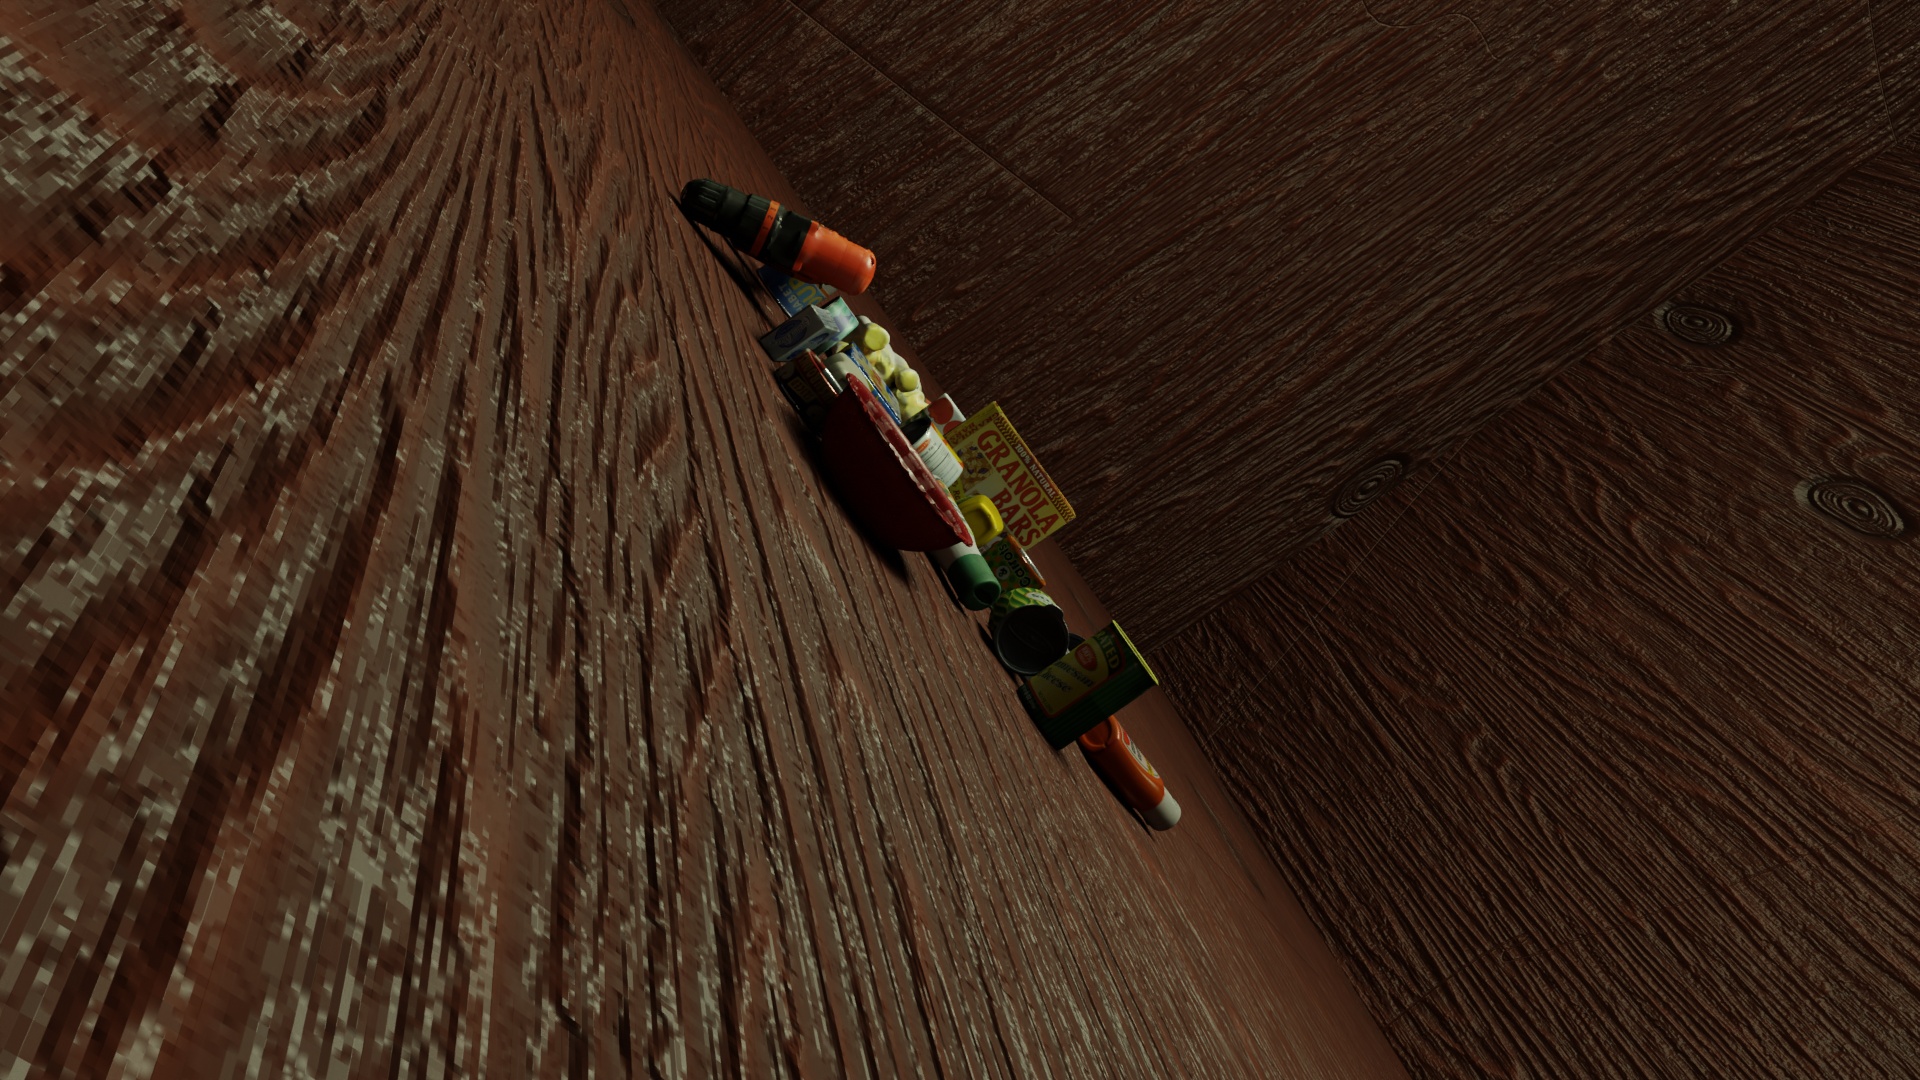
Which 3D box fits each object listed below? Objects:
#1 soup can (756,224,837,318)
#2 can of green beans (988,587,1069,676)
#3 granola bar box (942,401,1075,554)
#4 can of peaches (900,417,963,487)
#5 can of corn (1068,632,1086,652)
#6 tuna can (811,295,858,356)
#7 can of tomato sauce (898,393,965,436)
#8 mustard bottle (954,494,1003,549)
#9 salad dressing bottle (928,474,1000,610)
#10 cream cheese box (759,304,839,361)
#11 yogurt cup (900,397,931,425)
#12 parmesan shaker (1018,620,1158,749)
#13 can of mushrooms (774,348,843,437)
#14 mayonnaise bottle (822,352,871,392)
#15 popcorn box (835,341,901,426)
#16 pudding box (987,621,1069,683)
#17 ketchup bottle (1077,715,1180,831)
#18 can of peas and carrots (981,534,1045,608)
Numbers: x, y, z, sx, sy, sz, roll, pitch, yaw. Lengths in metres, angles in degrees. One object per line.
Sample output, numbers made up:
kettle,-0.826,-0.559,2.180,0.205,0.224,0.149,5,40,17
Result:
soup can,-0.159,-0.280,1.458,0.071,0.084,0.071,55,5,-7
can of green beans,0.060,0.081,1.238,0.071,0.071,0.058,54,5,-13
granola bar box,0.032,-0.054,1.517,0.165,0.124,0.039,51,7,-35
can of peaches,-0.040,-0.077,1.344,0.058,0.071,0.071,53,5,-22
can of corn,0.104,0.128,1.347,0.071,0.071,0.058,58,5,31
tuna can,-0.132,-0.196,1.300,0.032,0.071,0.071,55,5,-14
can of tomato sauce,-0.032,-0.116,1.554,0.071,0.083,0.071,54,5,-6
mustard bottle,0.005,-0.018,1.409,0.049,0.065,0.160,60,-1,-5
salad dressing bottle,-0.009,0.002,1.247,0.064,0.044,0.148,47,9,-48
cream cheese box,-0.136,-0.176,1.184,0.024,0.053,0.104,56,5,-4
yogurt cup,-0.045,-0.138,1.697,0.054,0.072,0.072,44,9,-23
parmesan shaker,0.109,0.126,1.189,0.071,0.103,0.071,54,5,-6
can of mushrooms,-0.116,-0.118,1.107,0.071,0.033,0.071,55,5,-7
mayonnaise bottle,-0.109,-0.144,1.297,0.064,0.041,0.148,55,4,-19
popcorn box,-0.101,-0.155,1.440,0.085,0.038,0.127,52,6,-14
pudding box,0.069,0.099,1.292,0.084,0.049,0.030,56,4,19
ketchup bottle,0.169,0.232,1.379,0.148,0.043,0.065,52,6,-31
can of peas and carrots,0.046,0.036,1.430,0.071,0.058,0.071,54,5,-6
